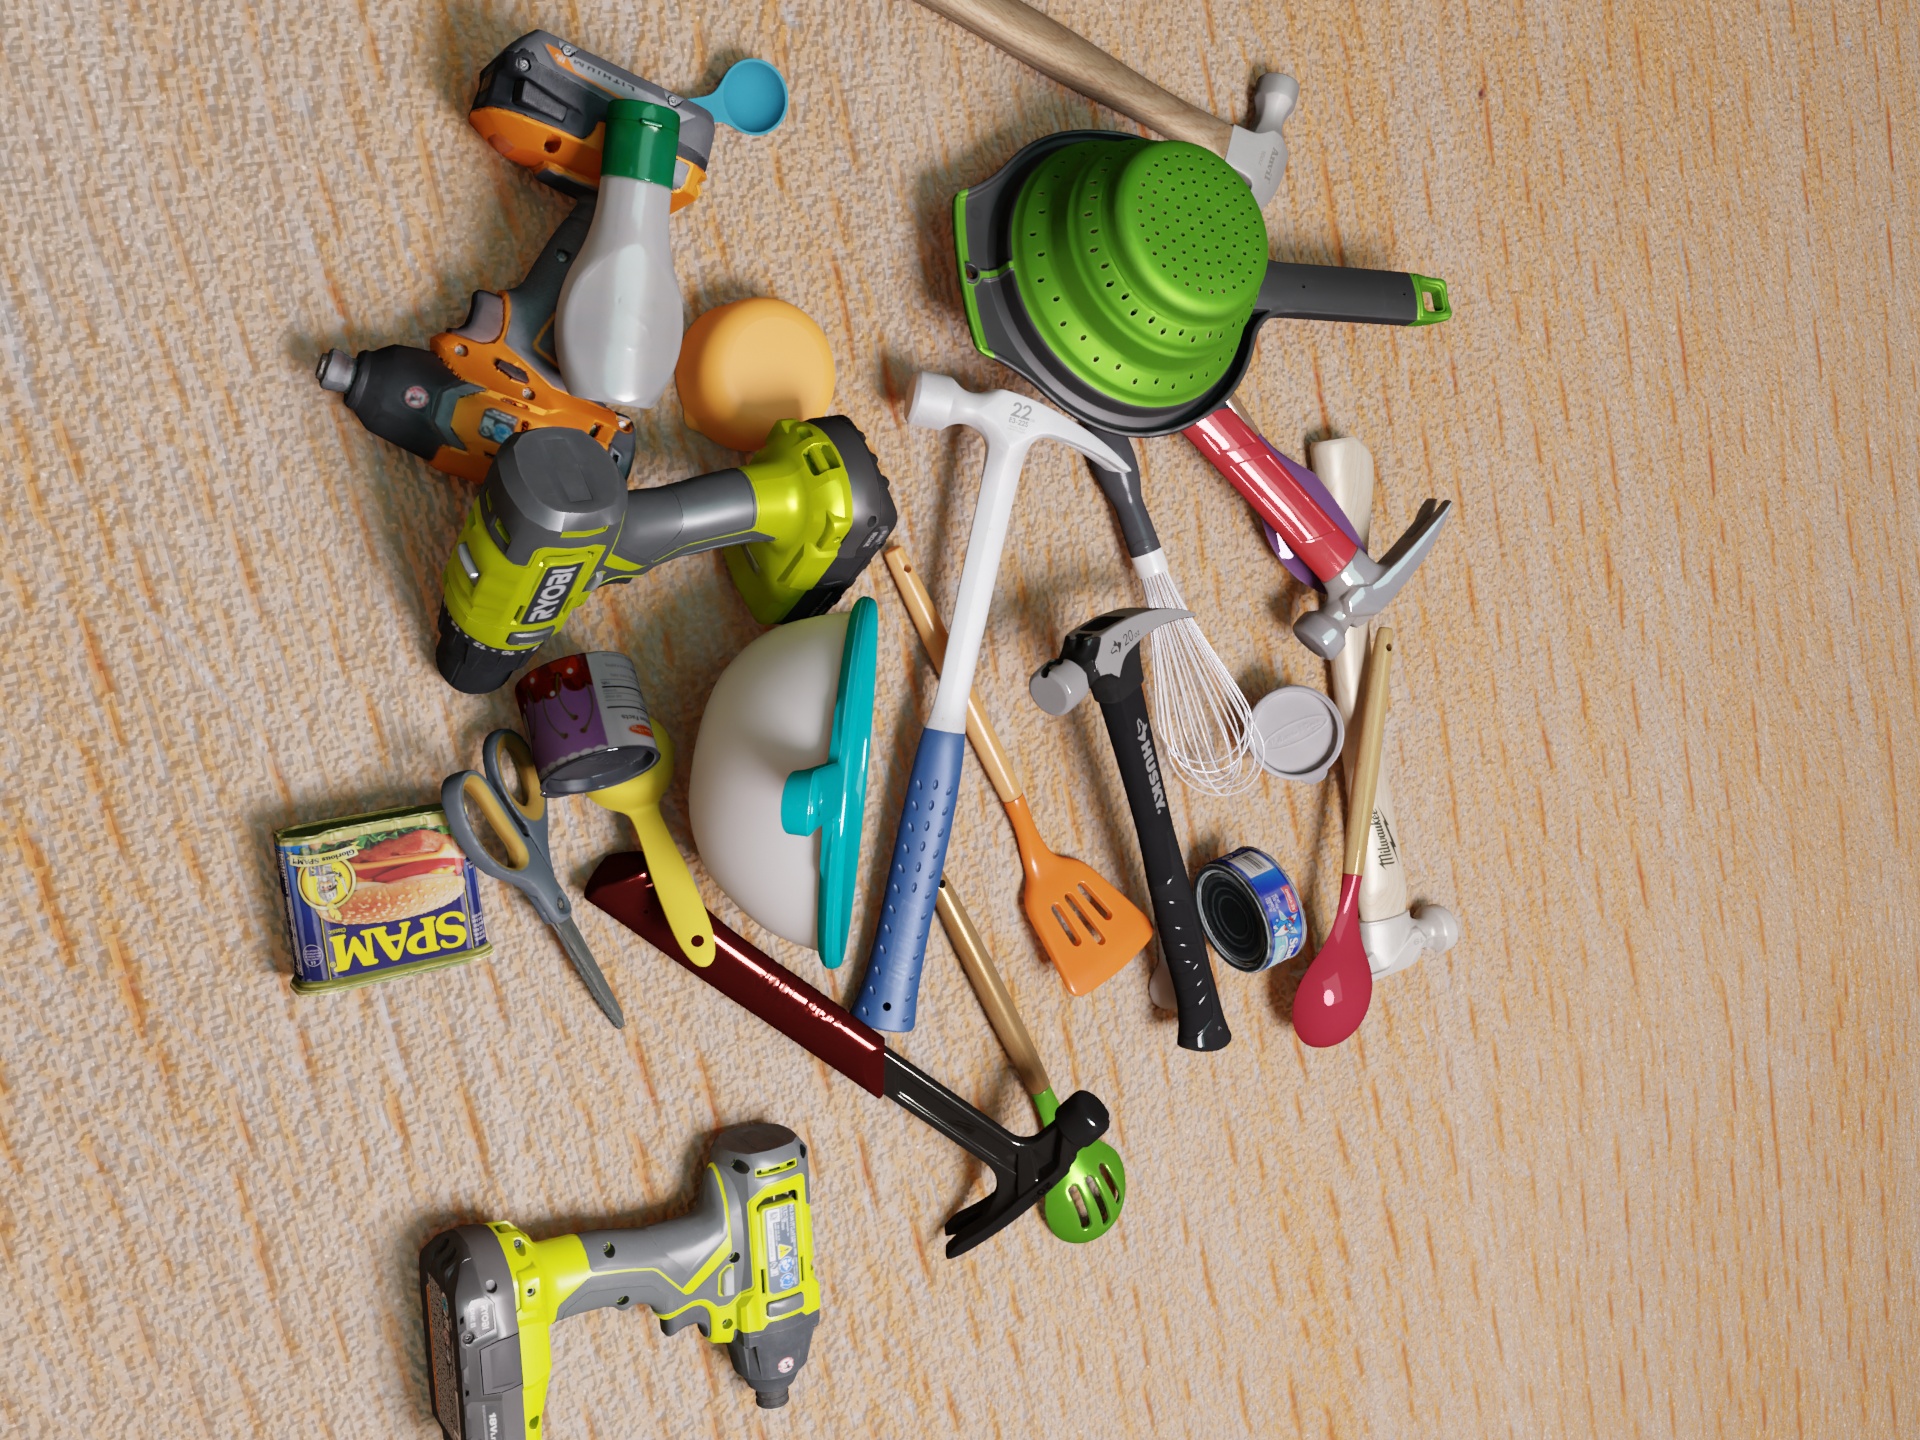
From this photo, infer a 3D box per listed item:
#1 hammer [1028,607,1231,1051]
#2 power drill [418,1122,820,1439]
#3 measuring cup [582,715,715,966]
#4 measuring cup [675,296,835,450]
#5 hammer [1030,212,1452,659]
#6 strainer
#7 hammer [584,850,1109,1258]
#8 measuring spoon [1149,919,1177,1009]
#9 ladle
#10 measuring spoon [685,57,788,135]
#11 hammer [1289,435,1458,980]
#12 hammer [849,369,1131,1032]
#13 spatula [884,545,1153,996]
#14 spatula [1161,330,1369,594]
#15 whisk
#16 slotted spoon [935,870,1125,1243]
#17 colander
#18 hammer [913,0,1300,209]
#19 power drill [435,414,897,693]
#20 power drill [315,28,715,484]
[{"bbox_3d":[0.135,0.081,1.061,0.146,0.035,0.334,-39,122,-41],"label":"hammer"},{"bbox_3d":[-0.188,0.345,0.926,0.223,0.080,0.171,-7,98,-33],"label":"power drill"},{"bbox_3d":[-0.171,0.064,0.894,0.062,0.029,0.157,-21,74,-17],"label":"measuring cup"},{"bbox_3d":[-0.094,-0.172,0.946,0.095,0.052,0.173,-44,112,-20],"label":"measuring cup"},{"bbox_3d":[0.174,-0.217,1.077,0.386,0.038,0.143,42,86,-19],"label":"hammer"},{"bbox_3d":[-0.102,0.031,0.836,0.095,0.340,0.211,6,90,0],"label":"strainer"},{"bbox_3d":[-0.083,0.200,0.978,0.358,0.037,0.149,38,110,-20],"label":"hammer"},{"bbox_3d":[0.152,0.147,1.138,0.034,0.018,0.124,-6,96,-30],"label":"measuring spoon"},{"bbox_3d":[0.292,0.087,1.171,0.069,0.031,0.315,9,89,-27],"label":"ladle"},{"bbox_3d":[-0.161,-0.348,0.916,0.128,0.021,0.042,-23,117,-17],"label":"measuring spoon"},{"bbox_3d":[0.292,-0.004,1.197,0.146,0.038,0.410,-13,101,-27],"label":"hammer"},{"bbox_3d":[-0.002,-0.003,0.998,0.144,0.035,0.405,11,95,-13],"label":"hammer"},{"bbox_3d":[0.030,0.030,1.044,0.081,0.041,0.322,-35,110,-26],"label":"spatula"},{"bbox_3d":[0.187,-0.216,1.111,0.060,0.018,0.315,-40,108,-6],"label":"spatula"},{"bbox_3d":[0.142,-0.079,1.091,0.070,0.070,0.284,-26,102,-26],"label":"whisk"},{"bbox_3d":[0.042,0.230,1.077,0.070,0.031,0.313,-33,108,-24],"label":"slotted spoon"},{"bbox_3d":[0.191,-0.291,1.014,0.397,0.094,0.204,-5,83,-29],"label":"colander"},{"bbox_3d":[0.085,-0.423,1.041,0.331,0.031,0.130,16,86,-30],"label":"hammer"},{"bbox_3d":[-0.166,-0.087,0.857,0.228,0.190,0.080,-15,70,-38],"label":"power drill"},{"bbox_3d":[-0.233,-0.237,0.844,0.164,0.084,0.226,16,91,-31],"label":"power drill"}]
